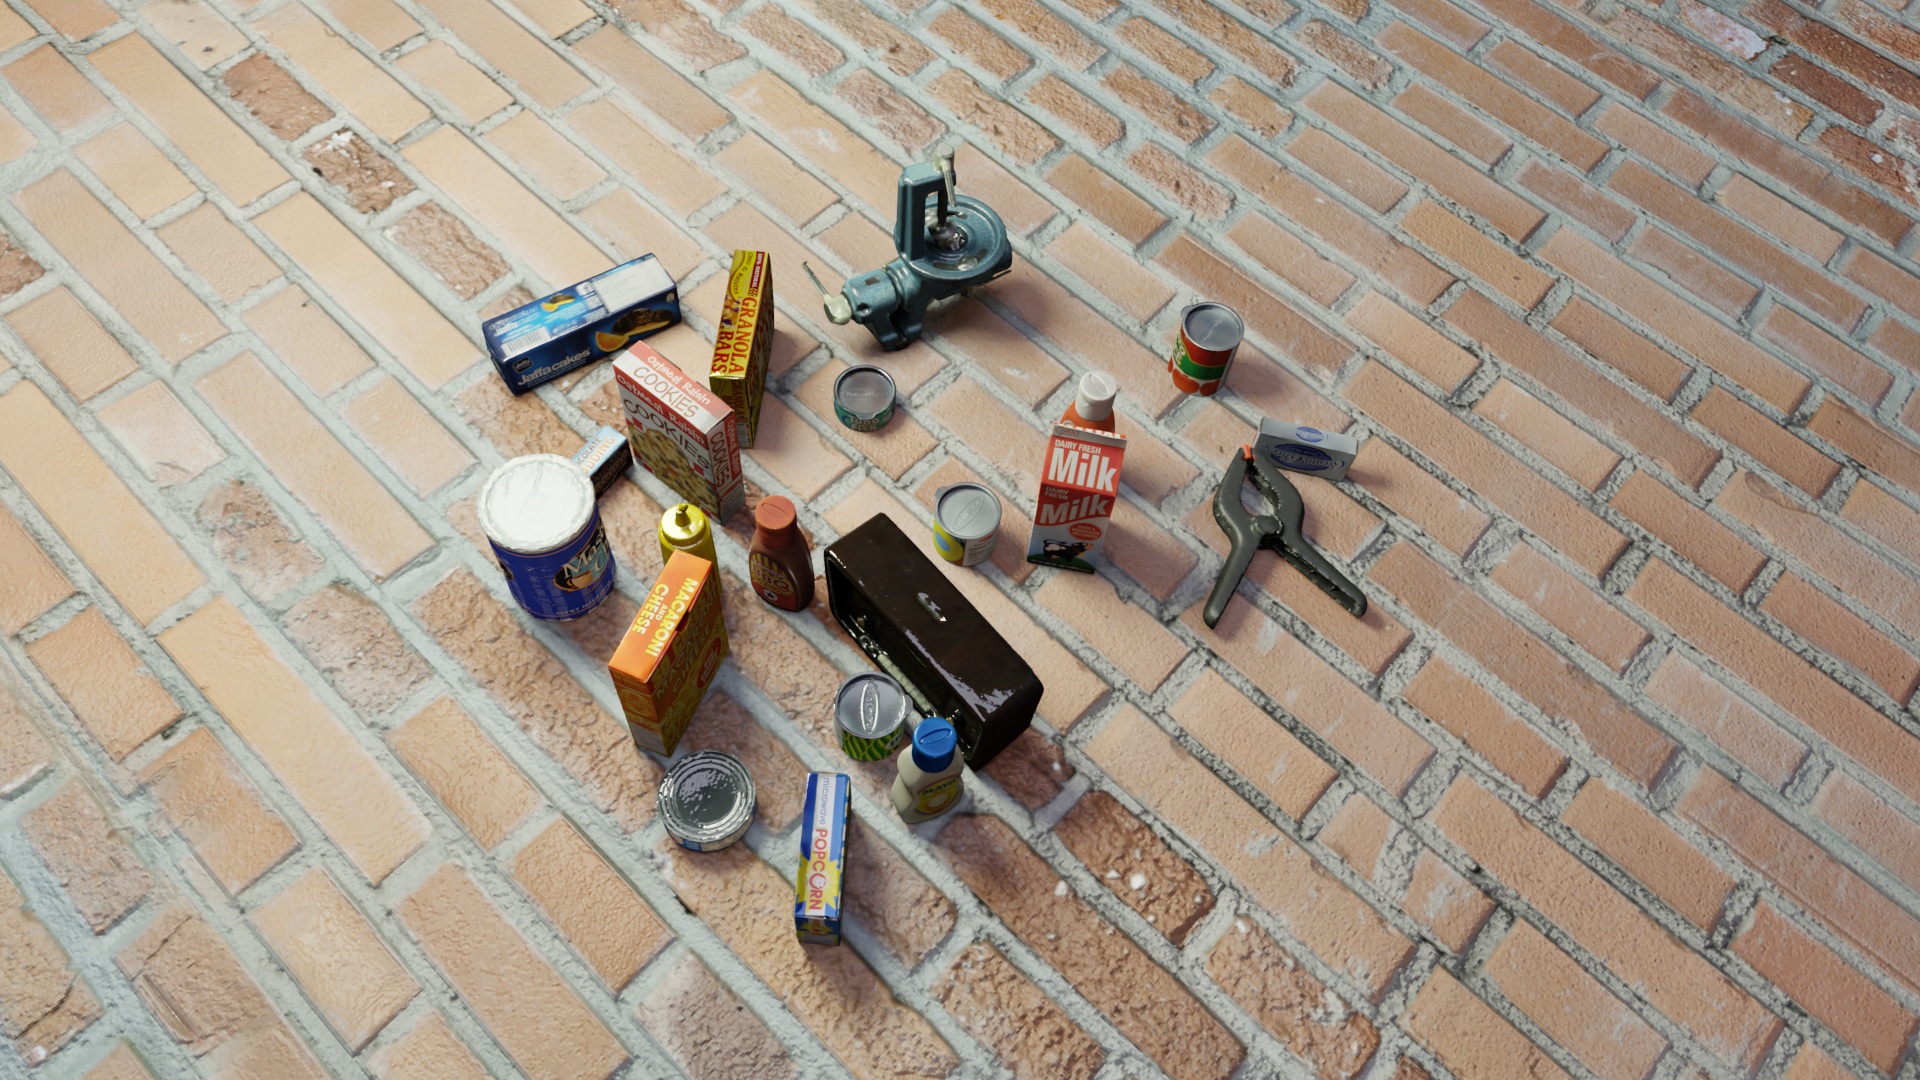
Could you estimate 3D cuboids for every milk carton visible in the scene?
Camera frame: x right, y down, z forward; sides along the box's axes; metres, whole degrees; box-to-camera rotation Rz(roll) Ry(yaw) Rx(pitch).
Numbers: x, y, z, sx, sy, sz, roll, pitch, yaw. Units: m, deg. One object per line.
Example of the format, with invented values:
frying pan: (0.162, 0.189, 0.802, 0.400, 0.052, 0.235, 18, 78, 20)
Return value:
milk carton: (0.111, -0.049, 1.330, 0.072, 0.189, 0.074, 11, 59, 2)

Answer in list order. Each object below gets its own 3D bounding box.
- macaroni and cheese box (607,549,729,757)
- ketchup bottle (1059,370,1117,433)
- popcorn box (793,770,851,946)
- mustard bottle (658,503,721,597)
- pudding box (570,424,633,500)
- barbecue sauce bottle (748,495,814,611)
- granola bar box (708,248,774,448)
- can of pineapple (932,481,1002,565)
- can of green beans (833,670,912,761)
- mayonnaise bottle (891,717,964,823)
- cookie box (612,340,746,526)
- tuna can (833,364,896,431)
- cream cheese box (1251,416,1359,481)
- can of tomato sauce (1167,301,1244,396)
macaroni and cheese box: (-0.253, 0.102, 1.225, 0.040, 0.165, 0.124, 20, 60, 7)
ketchup bottle: (0.129, -0.113, 1.394, 0.044, 0.148, 0.065, -29, 66, -19)
popcorn box: (-0.116, 0.271, 1.183, 0.038, 0.084, 0.127, 4, 59, -2)
mustard bottle: (-0.253, 0.006, 1.286, 0.049, 0.159, 0.065, -18, 62, -14)
pudding box: (-0.367, -0.070, 1.386, 0.030, 0.049, 0.084, 31, 62, 13)
barbecue sauce bottle: (-0.169, 0.011, 1.297, 0.065, 0.147, 0.044, 28, 61, 12)
granola bar box: (-0.222, -0.197, 1.430, 0.039, 0.123, 0.166, 5, 59, -1)
can of pineapple: (0.005, -0.017, 1.380, 0.071, 0.057, 0.071, 2, 59, -3)
can of green beans: (-0.083, 0.161, 1.267, 0.071, 0.057, 0.071, 2, 59, -3)
mayonnaise bottle: (-0.026, 0.198, 1.197, 0.065, 0.147, 0.041, -20, 63, -15)
cookie box: (-0.269, -0.102, 1.345, 0.123, 0.166, 0.040, 36, 63, 16)
tuna can: (-0.101, -0.148, 1.464, 0.071, 0.032, 0.071, 2, 59, -3)
cream cheese box: (0.359, -0.096, 1.457, 0.104, 0.053, 0.024, 13, 59, 3)
can of tomato sauce: (0.262, -0.206, 1.498, 0.071, 0.082, 0.071, 2, 59, -3)
